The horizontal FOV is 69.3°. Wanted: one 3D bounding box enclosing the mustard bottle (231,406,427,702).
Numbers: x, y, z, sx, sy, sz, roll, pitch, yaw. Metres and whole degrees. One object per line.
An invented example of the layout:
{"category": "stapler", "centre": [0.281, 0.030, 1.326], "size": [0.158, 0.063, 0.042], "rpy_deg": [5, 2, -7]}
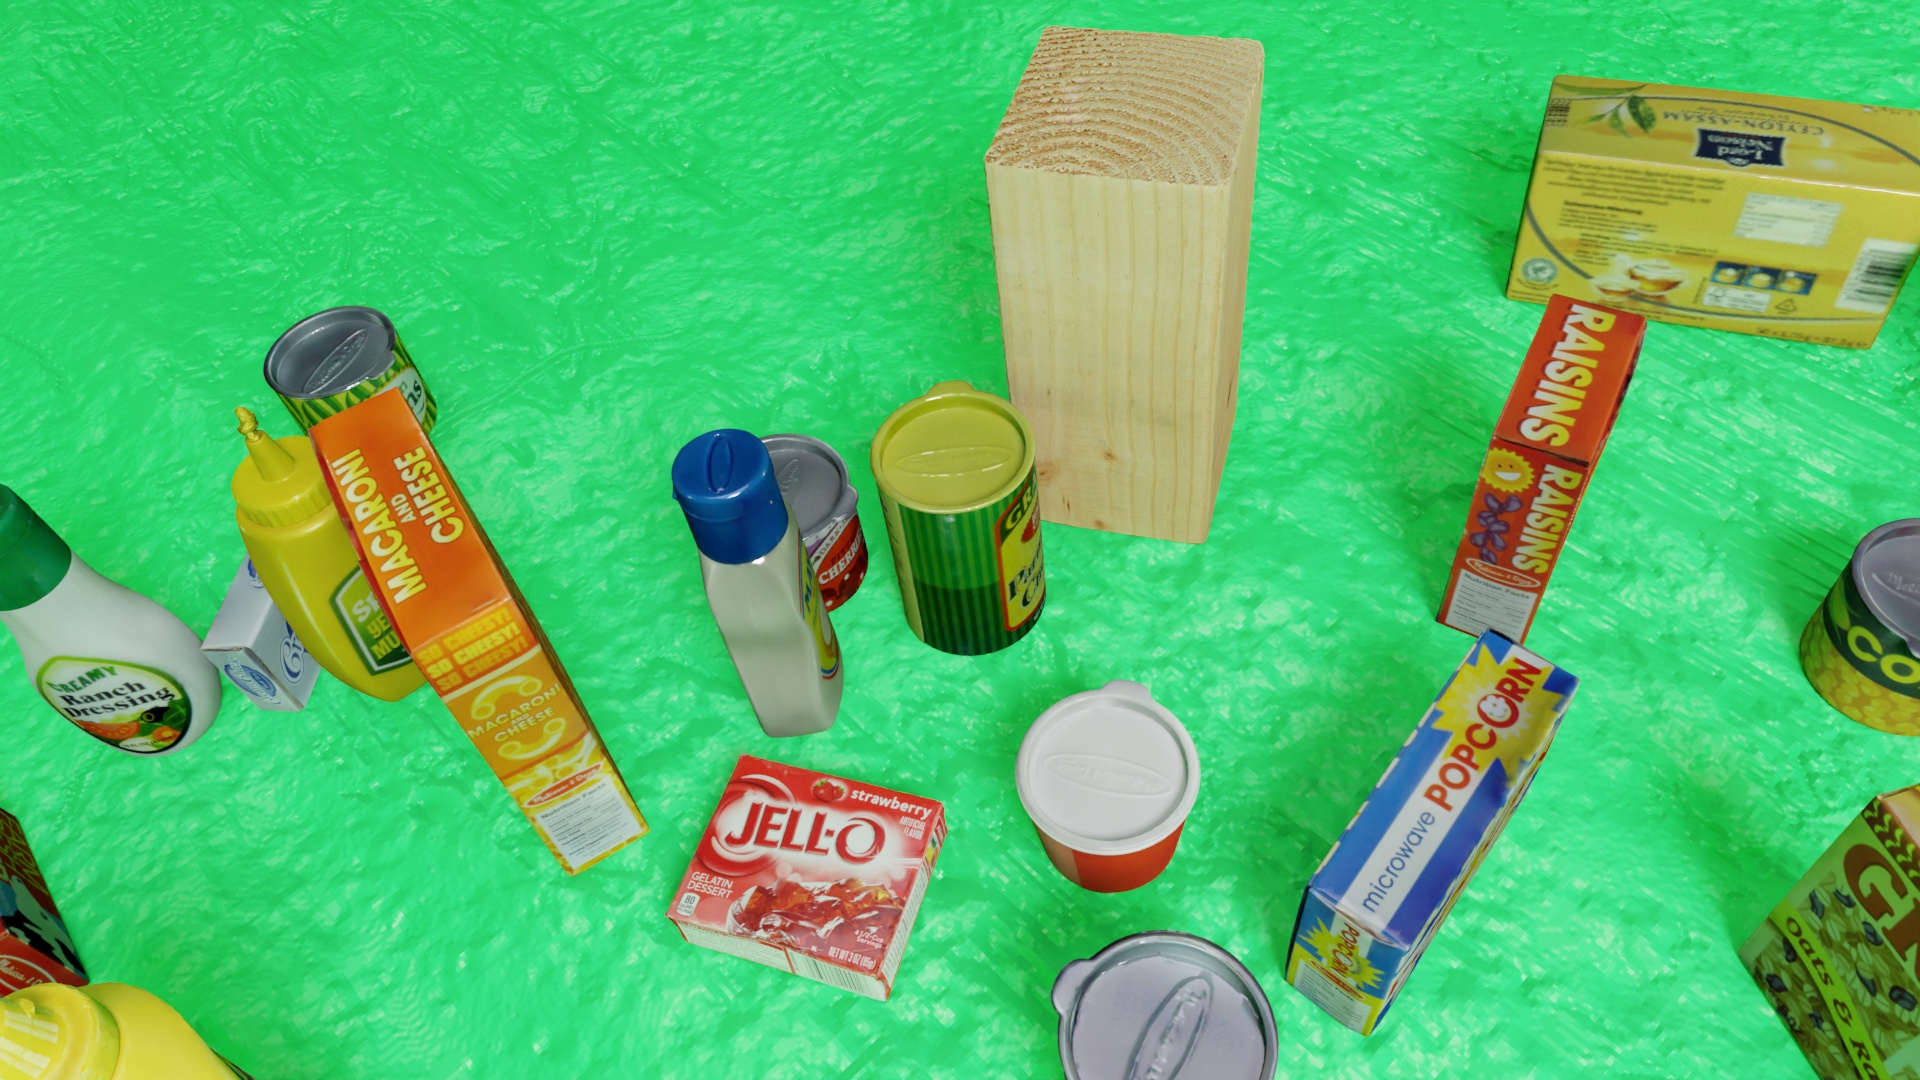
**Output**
{"category": "mustard bottle", "centre": [-0.262, 0.004, 0.580], "size": [0.049, 0.159, 0.065], "rpy_deg": [25, 59, 24]}

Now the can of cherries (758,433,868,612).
{"category": "can of cherries", "centre": [-0.076, -0.004, 0.628], "size": [0.071, 0.058, 0.072], "rpy_deg": [-4, 52, 5]}

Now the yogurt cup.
{"category": "yogurt cup", "centre": [0.057, 0.099, 0.532], "size": [0.072, 0.053, 0.073], "rpy_deg": [-4, 52, 5]}

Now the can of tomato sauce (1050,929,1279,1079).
{"category": "can of tomato sauce", "centre": [0.065, 0.174, 0.452], "size": [0.071, 0.082, 0.071], "rpy_deg": [-4, 52, 5]}

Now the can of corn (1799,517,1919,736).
{"category": "can of corn", "centre": [0.371, 0.036, 0.539], "size": [0.071, 0.058, 0.071], "rpy_deg": [-4, 52, 5]}

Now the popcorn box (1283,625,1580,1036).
{"category": "popcorn box", "centre": [0.166, 0.104, 0.494], "size": [0.038, 0.084, 0.127], "rpy_deg": [30, 61, 27]}

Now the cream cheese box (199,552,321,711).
{"category": "cream cheese box", "centre": [-0.306, 0.022, 0.640], "size": [0.024, 0.053, 0.104], "rpy_deg": [-1, 52, 7]}

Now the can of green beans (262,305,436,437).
{"category": "can of green beans", "centre": [-0.313, -0.078, 0.716], "size": [0.071, 0.057, 0.071], "rpy_deg": [-4, 52, 5]}

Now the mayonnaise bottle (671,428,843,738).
{"category": "mayonnaise bottle", "centre": [-0.078, 0.018, 0.553], "size": [0.041, 0.147, 0.065], "rpy_deg": [-7, 51, 2]}

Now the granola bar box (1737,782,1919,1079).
{"category": "granola bar box", "centre": [0.312, 0.166, 0.401], "size": [0.039, 0.123, 0.166], "rpy_deg": [-16, 52, -5]}

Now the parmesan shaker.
{"category": "parmesan shaker", "centre": [0.002, -0.007, 0.592], "size": [0.071, 0.102, 0.072], "rpy_deg": [-4, 52, 5]}

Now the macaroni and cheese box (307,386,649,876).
{"category": "macaroni and cheese box", "centre": [-0.183, 0.040, 0.537], "size": [0.040, 0.165, 0.124], "rpy_deg": [-30, 54, -15]}

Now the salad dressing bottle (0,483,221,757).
{"category": "salad dressing bottle", "centre": [-0.365, 0.036, 0.576], "size": [0.064, 0.147, 0.044], "rpy_deg": [-11, 51, -1]}

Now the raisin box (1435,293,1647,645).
{"category": "raisin box", "centre": [0.234, -0.025, 0.563], "size": [0.040, 0.122, 0.086], "rpy_deg": [21, 57, 22]}

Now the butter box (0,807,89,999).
{"category": "butter box", "centre": [-0.391, 0.139, 0.557], "size": [0.024, 0.052, 0.104], "rpy_deg": [-37, 56, -20]}
